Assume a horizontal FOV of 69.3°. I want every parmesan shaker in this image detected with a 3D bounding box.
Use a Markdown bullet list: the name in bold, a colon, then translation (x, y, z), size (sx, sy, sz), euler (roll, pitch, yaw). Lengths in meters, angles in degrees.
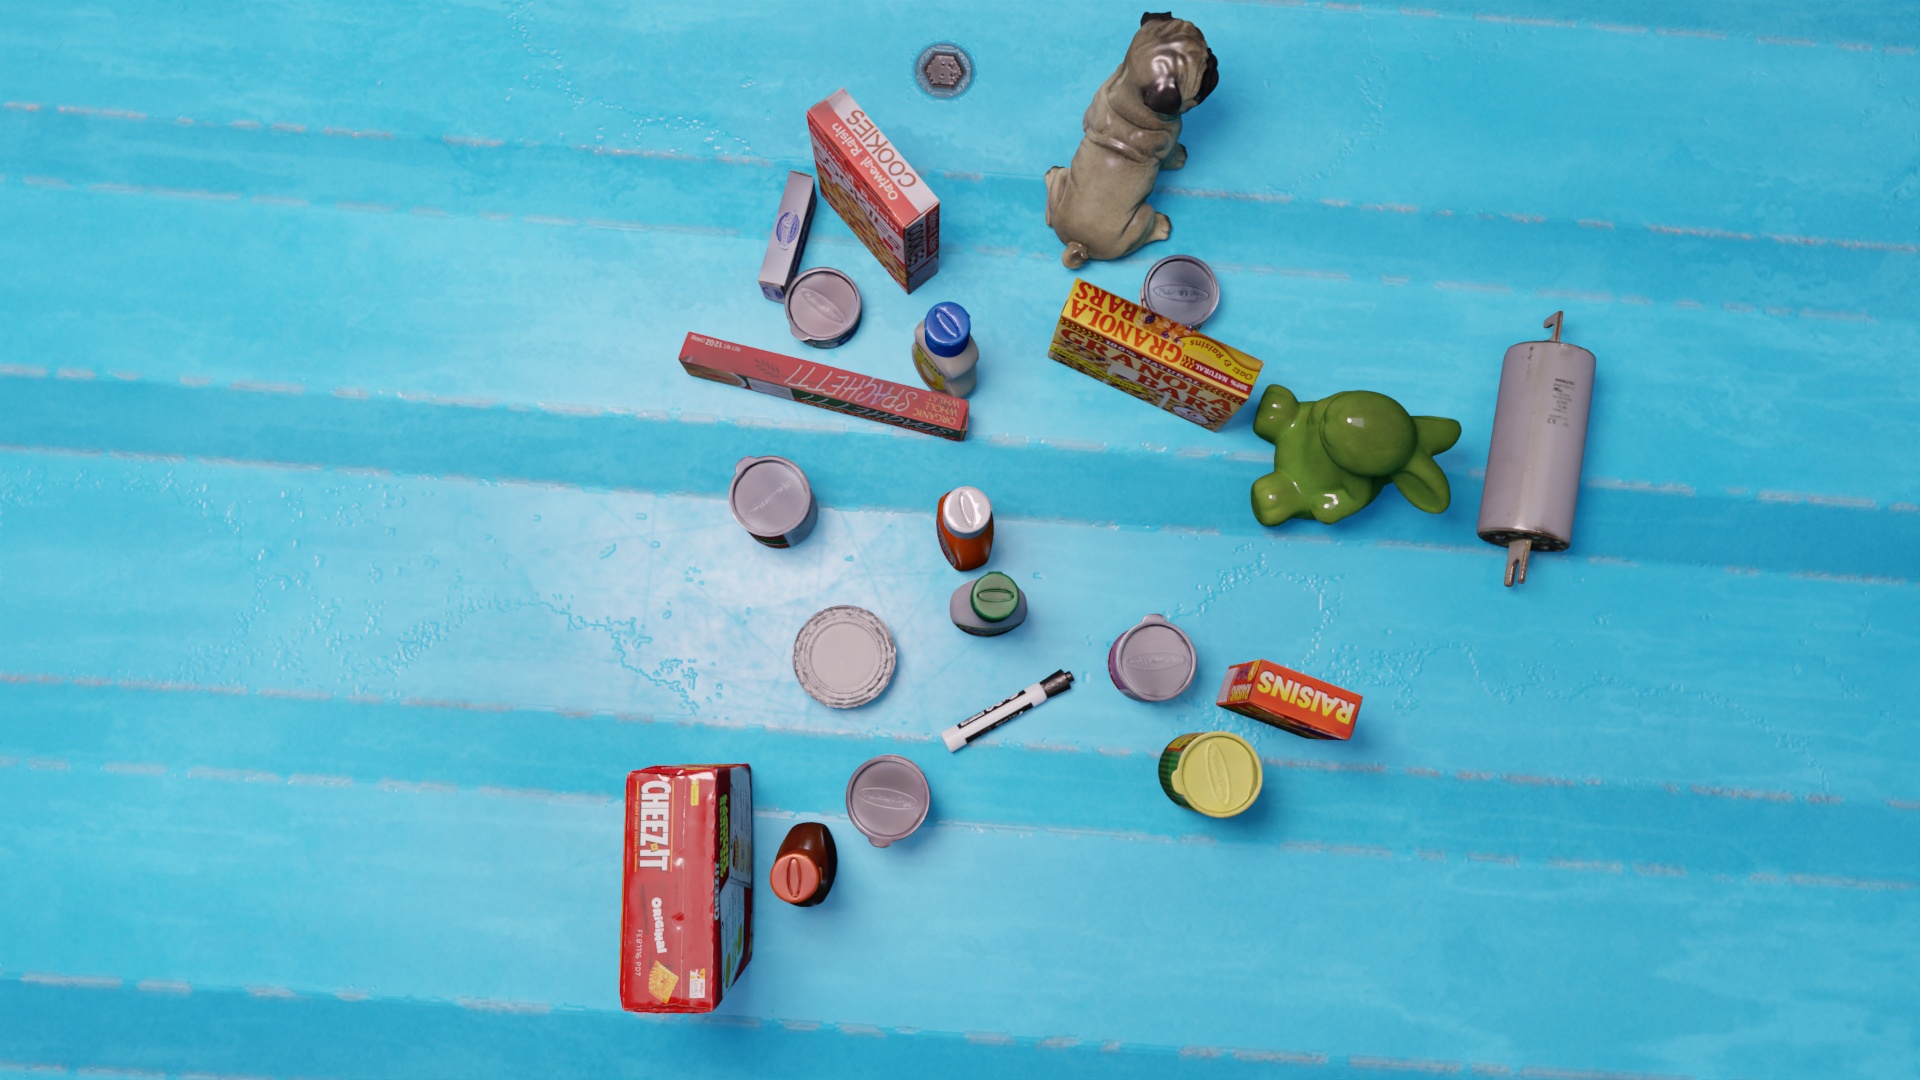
- **parmesan shaker**: translation (0.197, 0.188, 1.122), size (0.071, 0.103, 0.071), euler (0, 82, -2)

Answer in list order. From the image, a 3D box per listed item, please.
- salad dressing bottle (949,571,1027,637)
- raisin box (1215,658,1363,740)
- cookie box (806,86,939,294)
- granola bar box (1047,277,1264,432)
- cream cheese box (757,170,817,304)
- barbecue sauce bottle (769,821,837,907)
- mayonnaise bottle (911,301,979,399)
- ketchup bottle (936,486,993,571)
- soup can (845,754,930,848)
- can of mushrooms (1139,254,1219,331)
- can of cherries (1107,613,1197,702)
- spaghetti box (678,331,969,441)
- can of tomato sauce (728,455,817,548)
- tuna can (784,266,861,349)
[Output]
- **salad dressing bottle**: translation (0.024, 0.051, 1.116), size (0.064, 0.147, 0.044), euler (1, 82, -1)
- **raisin box**: translation (0.263, 0.130, 1.123), size (0.086, 0.123, 0.040), euler (21, 82, 2)
- **cookie box**: translation (-0.070, -0.285, 1.154), size (0.040, 0.167, 0.123), euler (-39, 85, -6)
- **granola bar box**: translation (0.158, -0.151, 1.162), size (0.165, 0.124, 0.039), euler (25, 82, 2)
- **cream cheese box**: translation (-0.149, -0.262, 1.206), size (0.024, 0.053, 0.104), euler (14, 81, 1)
- **barbecue sauce bottle**: translation (-0.122, 0.255, 1.080), size (0.044, 0.148, 0.065), euler (-2, 82, -2)
- **mayonnaise bottle**: translation (-0.013, -0.158, 1.146), size (0.041, 0.148, 0.065), euler (-38, 85, -6)
- **ketchup bottle**: translation (0.004, -0.014, 1.124), size (0.043, 0.148, 0.065), euler (-17, 83, -4)
- **soup can**: translation (-0.058, 0.209, 1.121), size (0.071, 0.083, 0.071), euler (0, 82, -2)
- **can of mushrooms**: translation (0.191, -0.212, 1.218), size (0.071, 0.033, 0.071), euler (0, 81, -2)
- **can of cherries**: translation (0.159, 0.099, 1.157), size (0.071, 0.058, 0.071), euler (0, 82, -2)
- **spaghetti box**: translation (-0.114, -0.130, 1.188), size (0.250, 0.050, 0.029), euler (14, 82, 0)
- **can of tomato sauce**: translation (-0.156, -0.032, 1.155), size (0.071, 0.083, 0.071), euler (0, 82, -2)
- **tuna can**: translation (-0.120, -0.199, 1.207), size (0.071, 0.033, 0.071), euler (0, 81, -2)
